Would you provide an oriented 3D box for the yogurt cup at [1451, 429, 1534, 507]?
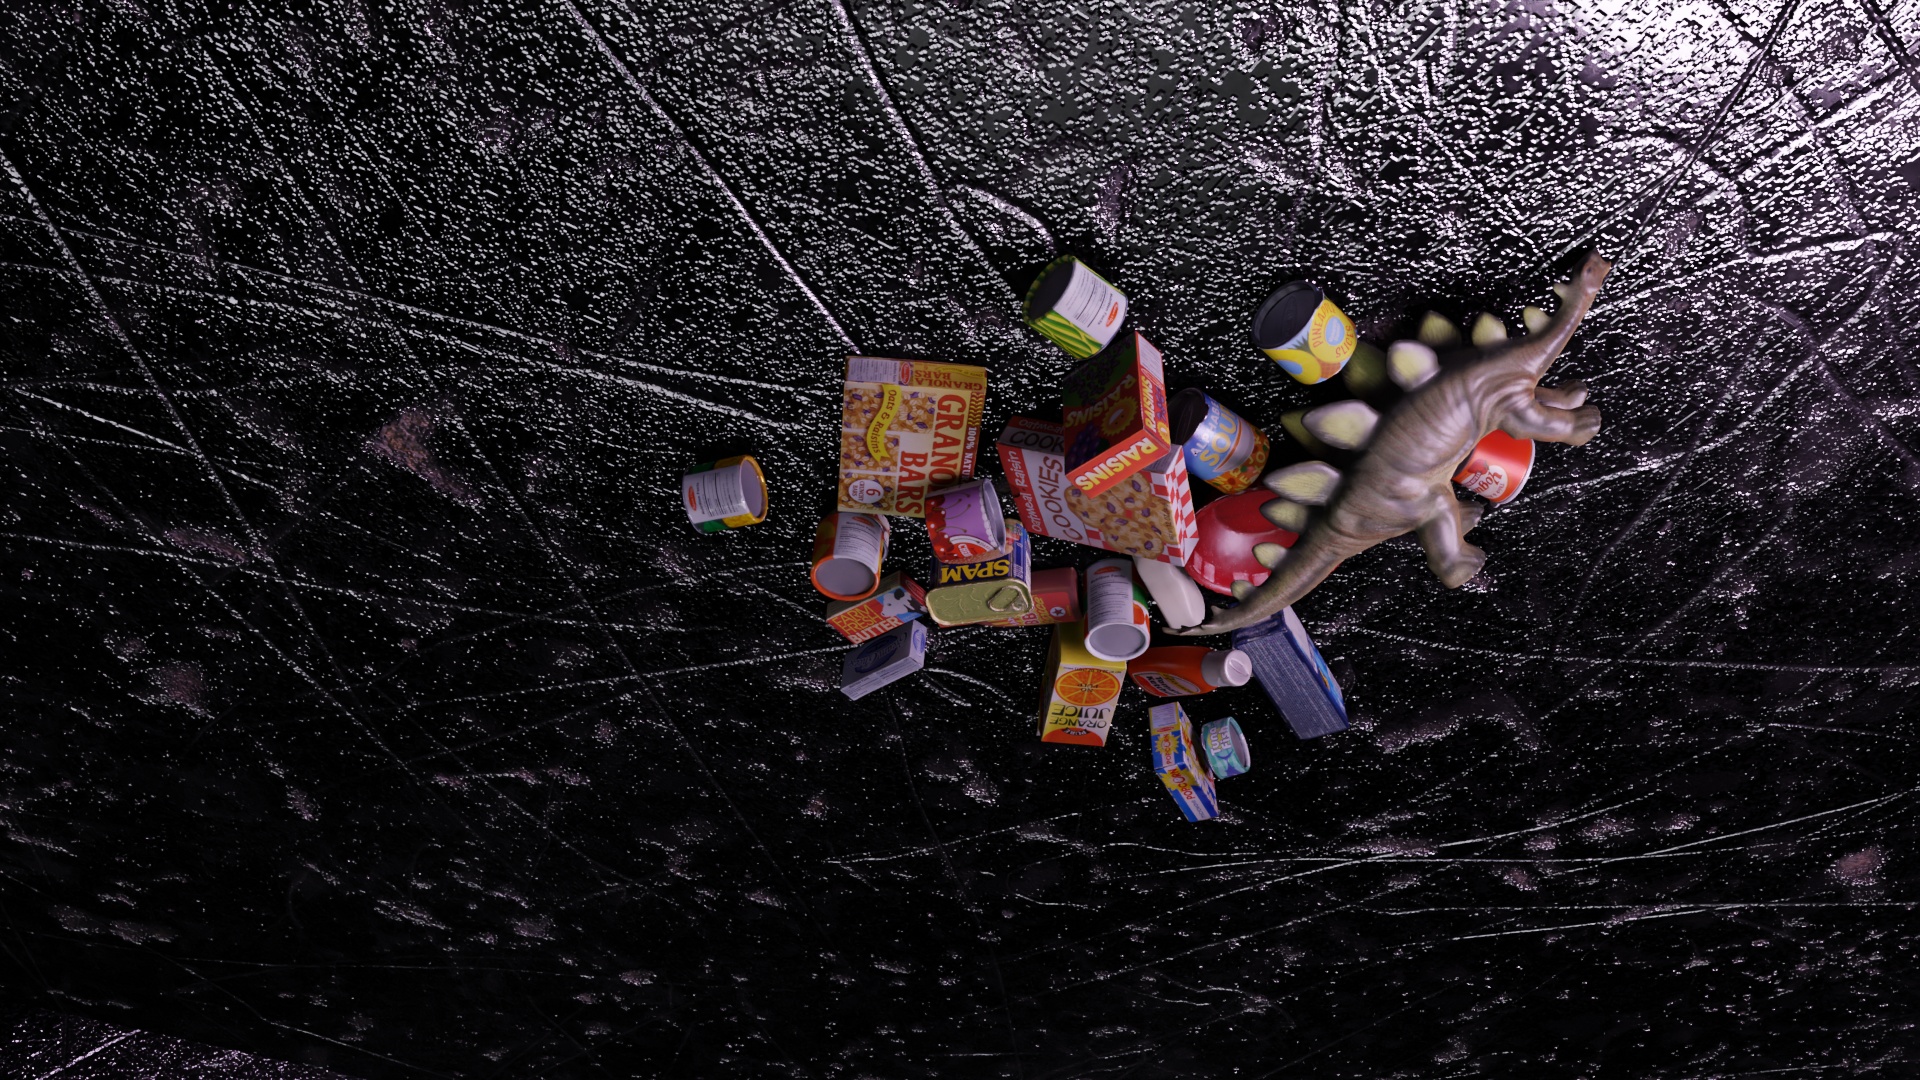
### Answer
[{"bbox_3d":[0.471,-0.072,1.242,0.054,0.073,0.072,19,136,-6],"label":"yogurt cup"}]

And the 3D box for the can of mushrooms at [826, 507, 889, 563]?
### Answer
[{"bbox_3d":[-0.104,-0.004,1.367,0.071,0.034,0.070,2,139,2],"label":"can of mushrooms"}]

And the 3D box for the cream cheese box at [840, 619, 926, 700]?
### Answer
[{"bbox_3d":[-0.083,0.129,1.501,0.103,0.054,0.024,-28,128,30],"label":"cream cheese box"}]

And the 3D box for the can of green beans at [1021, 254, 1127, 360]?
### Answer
[{"bbox_3d":[0.092,-0.189,1.126,0.058,0.071,0.071,30,131,-27],"label":"can of green beans"}]

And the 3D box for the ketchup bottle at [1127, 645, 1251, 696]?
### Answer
[{"bbox_3d":[0.242,0.135,1.453,0.064,0.044,0.148,36,157,-21],"label":"ketchup bottle"}]

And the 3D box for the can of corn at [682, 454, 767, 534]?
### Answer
[{"bbox_3d":[-0.220,-0.044,1.306,0.058,0.071,0.071,-11,137,14],"label":"can of corn"}]

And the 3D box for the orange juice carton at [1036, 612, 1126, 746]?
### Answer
[{"bbox_3d":[0.129,0.164,1.515,0.072,0.073,0.191,5,139,-2],"label":"orange juice carton"}]

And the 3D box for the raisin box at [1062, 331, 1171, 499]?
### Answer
[{"bbox_3d":[0.130,-0.106,1.174,0.086,0.124,0.040,-31,128,31],"label":"raisin box"}]

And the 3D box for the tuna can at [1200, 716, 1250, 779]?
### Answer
[{"bbox_3d":[0.304,0.237,1.593,0.033,0.071,0.071,-21,133,23],"label":"tuna can"}]

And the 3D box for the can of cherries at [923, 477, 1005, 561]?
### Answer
[{"bbox_3d":[0.005,-0.016,1.261,0.058,0.072,0.071,-13,136,12],"label":"can of cherries"}]

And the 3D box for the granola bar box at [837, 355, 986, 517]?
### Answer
[{"bbox_3d":[-0.047,-0.091,1.263,0.124,0.039,0.164,4,138,-4],"label":"granola bar box"}]

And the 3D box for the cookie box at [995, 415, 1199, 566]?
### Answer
[{"bbox_3d":[0.124,-0.045,1.256,0.167,0.040,0.122,13,144,29],"label":"cookie box"}]

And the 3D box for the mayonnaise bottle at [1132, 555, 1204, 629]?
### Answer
[{"bbox_3d":[0.197,0.026,1.368,0.041,0.065,0.147,-20,130,20],"label":"mayonnaise bottle"}]

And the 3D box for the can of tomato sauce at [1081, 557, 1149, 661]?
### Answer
[{"bbox_3d":[0.157,0.071,1.402,0.071,0.083,0.070,2,138,2],"label":"can of tomato sauce"}]

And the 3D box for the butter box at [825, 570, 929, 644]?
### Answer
[{"bbox_3d":[-0.086,0.071,1.457,0.103,0.024,0.053,-25,131,27],"label":"butter box"}]

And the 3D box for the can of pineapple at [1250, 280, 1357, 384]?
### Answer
[{"bbox_3d":[0.283,-0.170,1.137,0.058,0.071,0.070,33,130,-31],"label":"can of pineapple"}]

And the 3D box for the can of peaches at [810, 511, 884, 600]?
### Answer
[{"bbox_3d":[-0.108,0.017,1.321,0.071,0.058,0.070,1,136,1],"label":"can of peaches"}]

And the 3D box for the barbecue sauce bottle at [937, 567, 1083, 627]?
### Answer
[{"bbox_3d":[0.049,0.063,1.428,0.148,0.044,0.064,-7,138,11],"label":"barbecue sauce bottle"}]

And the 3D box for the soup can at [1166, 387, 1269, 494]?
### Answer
[{"bbox_3d":[0.224,-0.088,1.231,0.084,0.072,0.071,28,132,-26],"label":"soup can"}]

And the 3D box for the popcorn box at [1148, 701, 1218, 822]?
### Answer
[{"bbox_3d":[0.257,0.257,1.604,0.038,0.085,0.126,-17,134,19],"label":"popcorn box"}]
